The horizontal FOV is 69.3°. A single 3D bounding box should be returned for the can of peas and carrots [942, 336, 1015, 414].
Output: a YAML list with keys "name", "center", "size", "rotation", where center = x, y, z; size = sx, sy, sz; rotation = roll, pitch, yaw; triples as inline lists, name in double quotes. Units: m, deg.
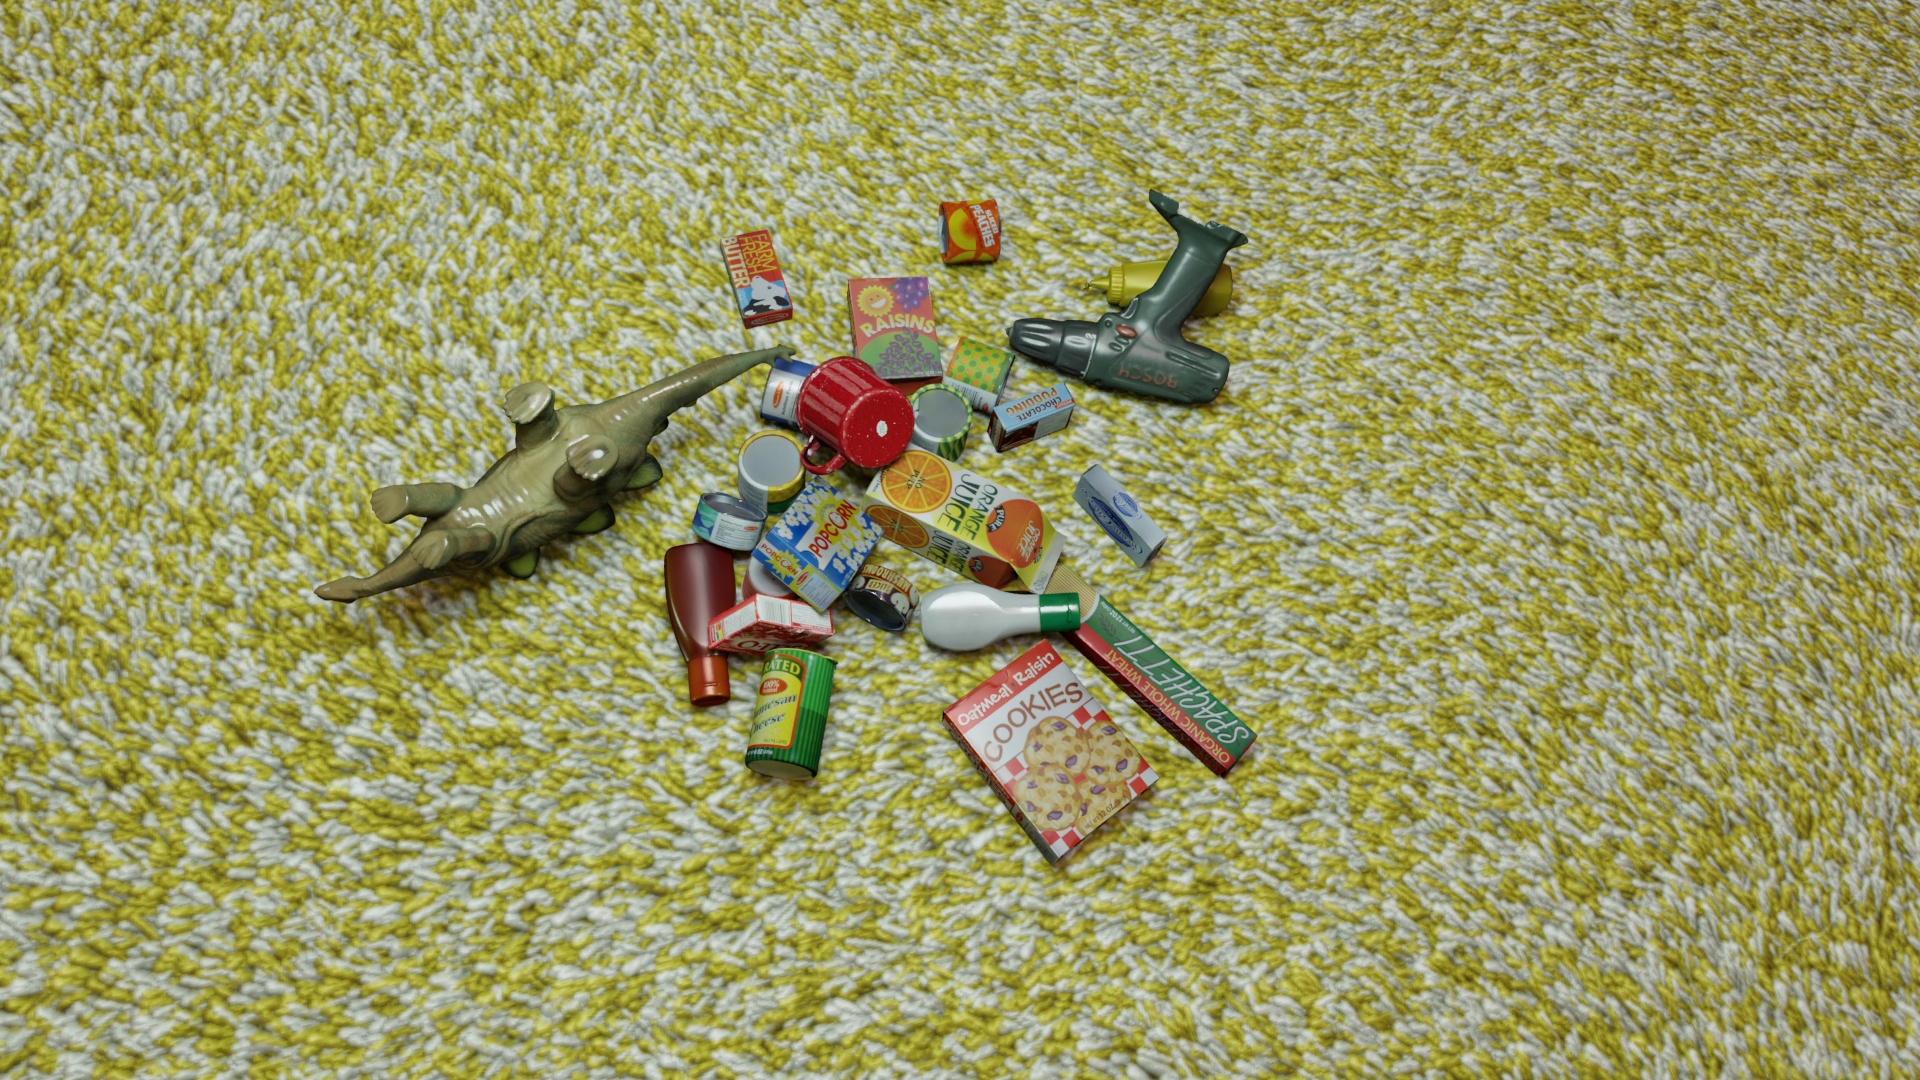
- name: "can of peas and carrots"
  center: [0.018, -0.170, 1.415]
  size: [0.059, 0.070, 0.071]
  rotation: [20, 65, 2]

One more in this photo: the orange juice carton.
- name: "orange juice carton"
  center: [0.005, -0.017, 1.340]
  size: [0.193, 0.072, 0.072]
  rotation: [26, 64, 3]

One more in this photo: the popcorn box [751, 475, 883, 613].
- name: "popcorn box"
  center: [-0.130, 0.001, 1.283]
  size: [0.085, 0.038, 0.127]
  rotation: [41, 29, -7]

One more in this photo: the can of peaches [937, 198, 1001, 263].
- name: "can of peaches"
  center: [0.009, -0.331, 1.483]
  size: [0.058, 0.071, 0.071]
  rotation: [-5, 67, -9]

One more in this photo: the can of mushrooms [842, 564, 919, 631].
- name: "can of mushrooms"
  center: [-0.074, 0.053, 1.299]
  size: [0.071, 0.070, 0.033]
  rotation: [27, 64, 4]

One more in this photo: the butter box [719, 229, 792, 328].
- name: "butter box"
  center: [-0.214, -0.274, 1.451]
  size: [0.053, 0.024, 0.104]
  rotation: [-14, 69, -13]

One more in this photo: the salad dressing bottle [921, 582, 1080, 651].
- name: "salad dressing bottle"
  center: [0.038, 0.070, 1.305]
  size: [0.148, 0.044, 0.064]
  rotation: [-3, 98, 3]

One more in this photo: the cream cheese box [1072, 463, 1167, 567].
- name: "cream cheese box"
  center: [0.157, -0.024, 1.376]
  size: [0.024, 0.053, 0.104]
  rotation: [-38, 76, -19]

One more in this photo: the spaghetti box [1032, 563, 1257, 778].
- name: "spaghetti box"
  center: [0.173, 0.123, 1.326]
  size: [0.250, 0.028, 0.050]
  rotation: [42, 68, 11]

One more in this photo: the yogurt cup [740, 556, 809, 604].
- name: "yogurt cup"
  center: [-0.172, 0.037, 1.301]
  size: [0.072, 0.053, 0.072]
  rotation: [3, 65, -6]

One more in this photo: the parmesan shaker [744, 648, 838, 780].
- name: "parmesan shaker"
  center: [-0.150, 0.156, 1.242]
  size: [0.071, 0.071, 0.103]
  rotation: [9, 65, -4]

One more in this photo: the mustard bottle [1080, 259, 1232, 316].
- name: "mustard bottle"
  center: [0.209, -0.274, 1.491]
  size: [0.160, 0.065, 0.049]
  rotation: [2, 70, -3]

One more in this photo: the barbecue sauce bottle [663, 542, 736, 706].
- name: "barbecue sauce bottle"
  center: [-0.237, 0.077, 1.280]
  size: [0.065, 0.043, 0.149]
  rotation: [-3, 67, -15]

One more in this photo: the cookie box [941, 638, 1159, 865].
- name: "cookie box"
  center: [0.081, 0.191, 1.276]
  size: [0.123, 0.040, 0.168]
  rotation: [-34, 75, -20]

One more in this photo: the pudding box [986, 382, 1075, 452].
- name: "pudding box"
  center: [0.072, -0.125, 1.411]
  size: [0.084, 0.049, 0.030]
  rotation: [-22, 70, -17]

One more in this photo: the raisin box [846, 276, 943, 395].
- name: "raisin box"
  center: [-0.069, -0.212, 1.436]
  size: [0.086, 0.040, 0.124]
  rotation: [-5, 66, -9]

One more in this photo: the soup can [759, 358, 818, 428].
- name: "soup can"
  center: [-0.149, -0.143, 1.381]
  size: [0.084, 0.071, 0.071]
  rotation: [16, 65, -2]

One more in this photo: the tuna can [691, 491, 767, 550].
- name: "tuna can"
  center: [-0.219, -0.019, 1.313]
  size: [0.071, 0.071, 0.032]
  rotation: [21, 104, 1]

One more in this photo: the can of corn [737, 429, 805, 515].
- name: "can of corn"
  center: [-0.181, -0.067, 1.344]
  size: [0.071, 0.058, 0.071]
  rotation: [3, 66, -7]

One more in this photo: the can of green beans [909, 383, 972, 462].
- name: "can of green beans"
  center: [-0.024, -0.115, 1.388]
  size: [0.071, 0.057, 0.071]
  rotation: [3, 66, -7]
